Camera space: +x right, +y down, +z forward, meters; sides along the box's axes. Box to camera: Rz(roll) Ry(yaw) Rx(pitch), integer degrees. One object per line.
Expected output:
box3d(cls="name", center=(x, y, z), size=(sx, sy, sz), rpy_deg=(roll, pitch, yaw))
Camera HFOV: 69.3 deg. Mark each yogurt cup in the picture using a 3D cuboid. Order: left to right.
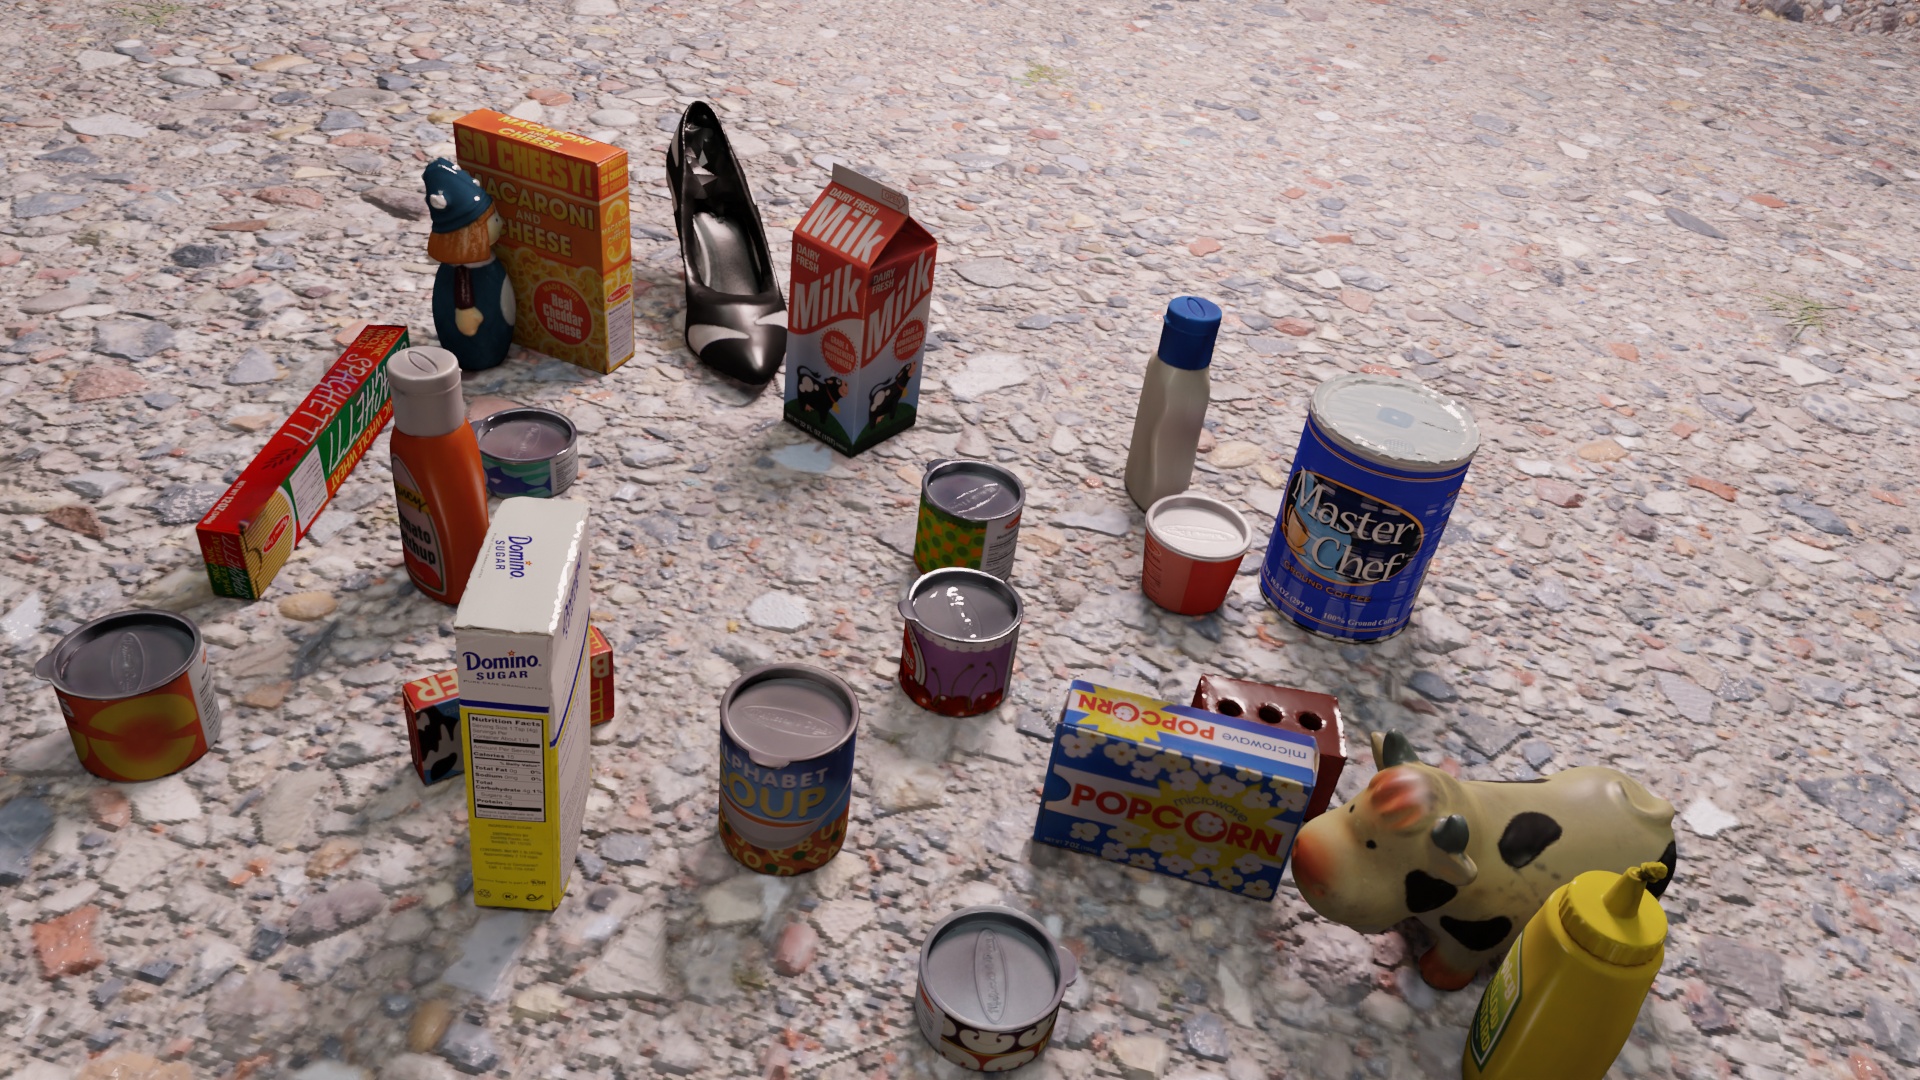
box3d(cls="yogurt cup", center=(0.148, 0.011, 0.888), size=(0.072, 0.053, 0.073), rpy_deg=(5, 36, -4))

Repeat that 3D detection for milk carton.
box3d(cls="milk carton", center=(-0.070, -0.162, 0.965), size=(0.072, 0.189, 0.074), rpy_deg=(30, 42, 27))

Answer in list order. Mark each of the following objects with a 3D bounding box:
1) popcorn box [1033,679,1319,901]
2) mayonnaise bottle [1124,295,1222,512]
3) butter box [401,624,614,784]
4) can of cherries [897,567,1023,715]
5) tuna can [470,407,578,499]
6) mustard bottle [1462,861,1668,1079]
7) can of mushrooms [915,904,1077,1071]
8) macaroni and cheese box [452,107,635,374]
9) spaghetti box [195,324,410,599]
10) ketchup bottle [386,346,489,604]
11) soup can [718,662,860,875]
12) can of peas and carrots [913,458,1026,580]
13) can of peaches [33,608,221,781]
box3d(cls="popcorn box", center=(0.107, 0.126, 0.699), size=(0.127, 0.084, 0.038), rpy_deg=(13, 36, 7))
box3d(cls="mayonnaise bottle", center=(0.146, -0.093, 0.950), size=(0.041, 0.147, 0.065), rpy_deg=(0, 37, -11))
box3d(cls="butter box", center=(-0.231, 0.084, 0.717), size=(0.104, 0.052, 0.024), rpy_deg=(-18, 44, -31))
box3d(cls="can of cherries", center=(-0.003, 0.058, 0.792), size=(0.071, 0.058, 0.072), rpy_deg=(5, 36, -4))
box3d(cls="tuna can", center=(-0.288, -0.057, 0.914), size=(0.071, 0.032, 0.071), rpy_deg=(5, 36, -4))
box3d(cls="mustard bottle", center=(0.258, 0.185, 0.585), size=(0.049, 0.159, 0.066), rpy_deg=(17, 37, 12))
box3d(cls="can of mushrooms", center=(0.015, 0.200, 0.623), size=(0.071, 0.033, 0.071), rpy_deg=(5, 36, -4))
box3d(cls="macaroni and cheese box", center=(-0.302, -0.218, 1.016), size=(0.124, 0.165, 0.040), rpy_deg=(19, 37, 15))
box3d(cls="spaghetti box", center=(-0.405, -0.059, 0.879), size=(0.029, 0.049, 0.251), rpy_deg=(7, 36, -2))
box3d(cls="ketchup bottle", center=(-0.296, -0.037, 0.788), size=(0.065, 0.148, 0.044), rpy_deg=(34, 43, 31))
box3d(cls="soup can", center=(-0.086, 0.114, 0.678), size=(0.071, 0.083, 0.072), rpy_deg=(5, 36, -4))
box3d(cls="can of peas and carrots", center=(0.003, -0.011, 0.886), size=(0.071, 0.058, 0.071), rpy_deg=(5, 36, -4))
box3d(cls="can of peaches", center=(-0.409, 0.077, 0.687), size=(0.071, 0.057, 0.071), rpy_deg=(5, 36, -4))
